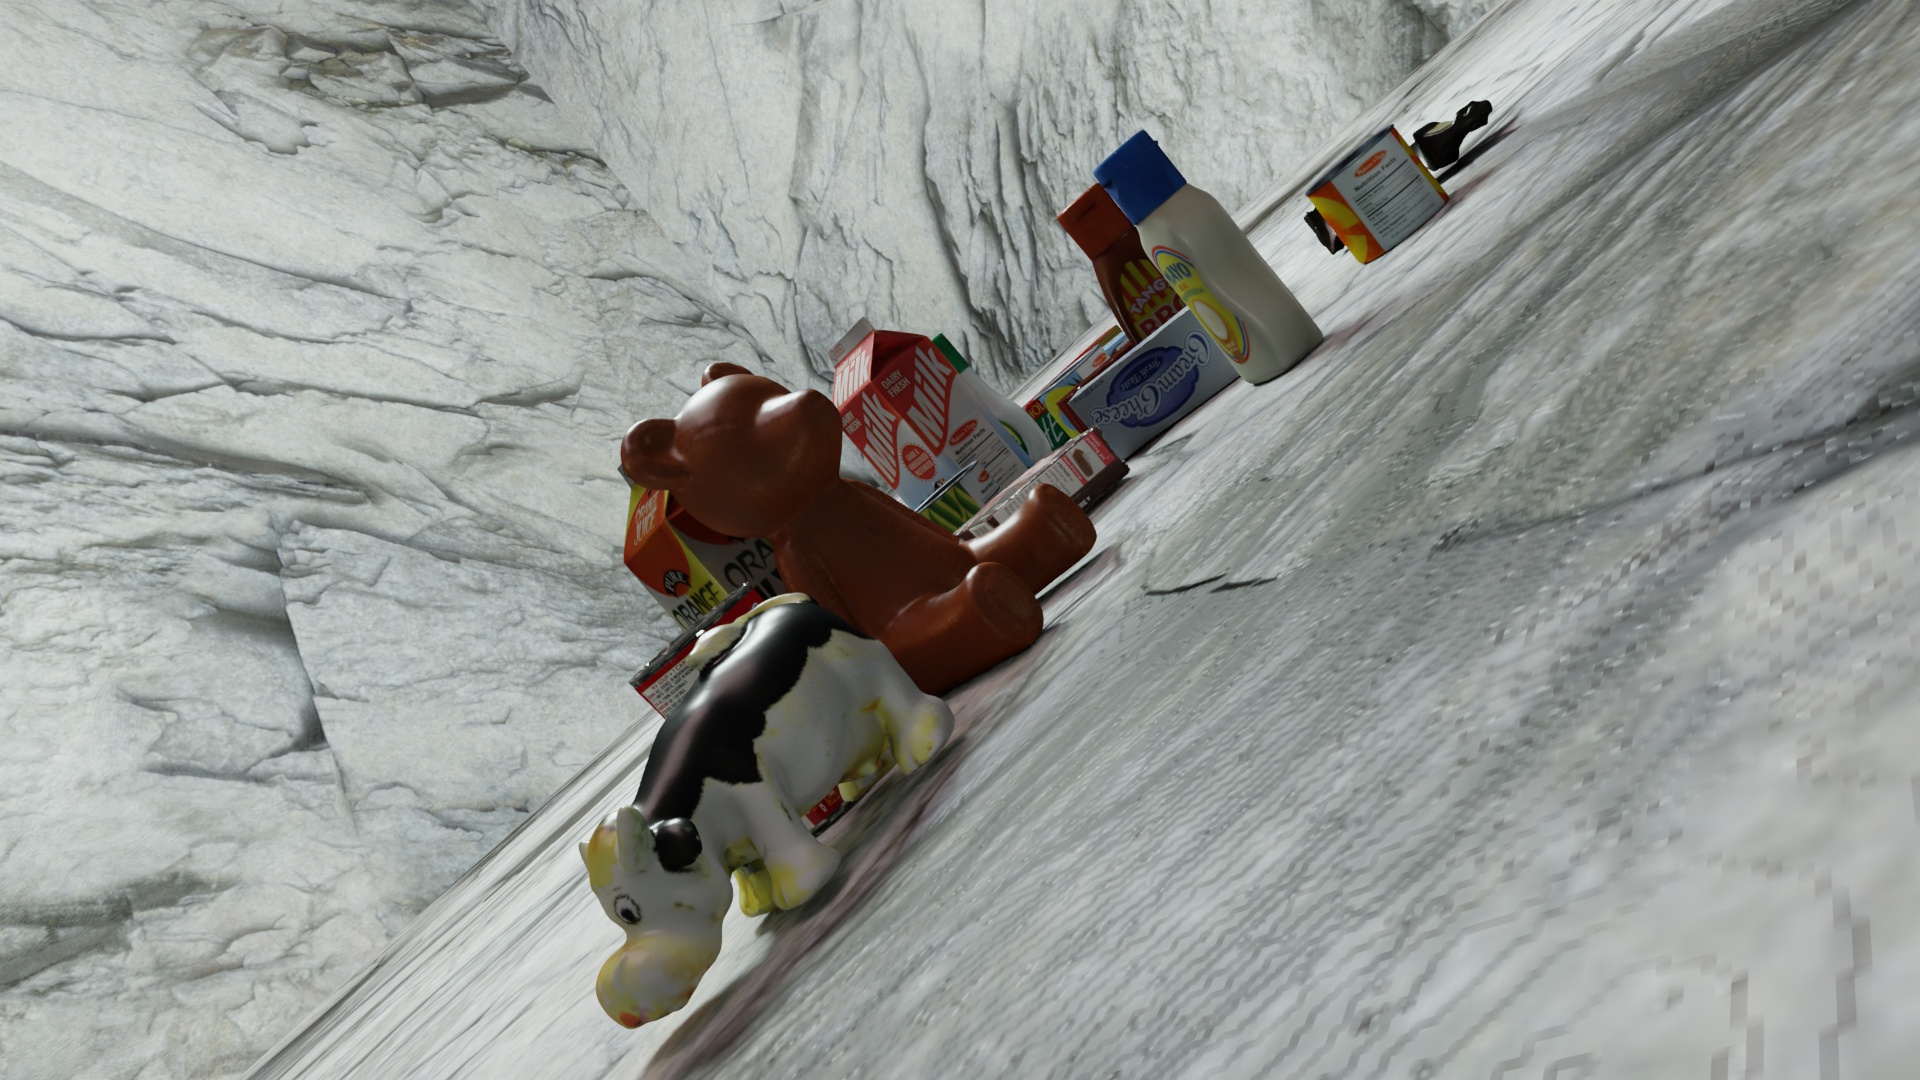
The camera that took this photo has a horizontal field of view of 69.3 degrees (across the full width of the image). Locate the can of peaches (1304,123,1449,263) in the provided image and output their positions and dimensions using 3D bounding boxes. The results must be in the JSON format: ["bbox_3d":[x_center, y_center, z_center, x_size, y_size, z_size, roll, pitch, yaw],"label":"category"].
[{"bbox_3d":[0.258,-0.214,0.862,0.071,0.058,0.071,-40,5,4],"label":"can of peaches"}]

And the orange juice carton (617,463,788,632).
[{"bbox_3d":[-0.110,0.022,0.748,0.073,0.192,0.071,-44,6,-35],"label":"orange juice carton"}]

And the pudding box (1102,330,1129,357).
[{"bbox_3d":[0.143,-0.150,1.179,0.083,0.049,0.030,-40,5,5],"label":"pudding box"}]

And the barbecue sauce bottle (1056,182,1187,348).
[{"bbox_3d":[0.124,-0.167,0.915,0.064,0.148,0.044,-39,5,13],"label":"barbecue sauce bottle"}]

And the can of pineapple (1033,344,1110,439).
[{"bbox_3d":[0.103,-0.113,1.108,0.071,0.058,0.071,-40,5,4],"label":"can of pineapple"}]

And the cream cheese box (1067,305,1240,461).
[{"bbox_3d":[0.124,-0.099,0.869,0.103,0.053,0.024,-37,6,29],"label":"cream cheese box"}]

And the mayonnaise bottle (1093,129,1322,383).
[{"bbox_3d":[0.131,-0.153,0.753,0.041,0.148,0.064,-41,5,-9],"label":"mayonnaise bottle"}]

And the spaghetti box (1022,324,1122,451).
[{"bbox_3d":[0.089,-0.119,1.290,0.251,0.050,0.028,-44,6,-36],"label":"spaghetti box"}]

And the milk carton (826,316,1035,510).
[{"bbox_3d":[-0.028,-0.086,1.075,0.074,0.190,0.072,-44,6,-36],"label":"milk carton"}]

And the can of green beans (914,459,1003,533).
[{"bbox_3d":[0.005,-0.013,0.965,0.071,0.058,0.071,-40,5,4],"label":"can of green beans"}]

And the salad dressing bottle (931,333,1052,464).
[{"bbox_3d":[0.017,-0.109,1.185,0.064,0.147,0.044,-36,7,41],"label":"salad dressing bottle"}]
